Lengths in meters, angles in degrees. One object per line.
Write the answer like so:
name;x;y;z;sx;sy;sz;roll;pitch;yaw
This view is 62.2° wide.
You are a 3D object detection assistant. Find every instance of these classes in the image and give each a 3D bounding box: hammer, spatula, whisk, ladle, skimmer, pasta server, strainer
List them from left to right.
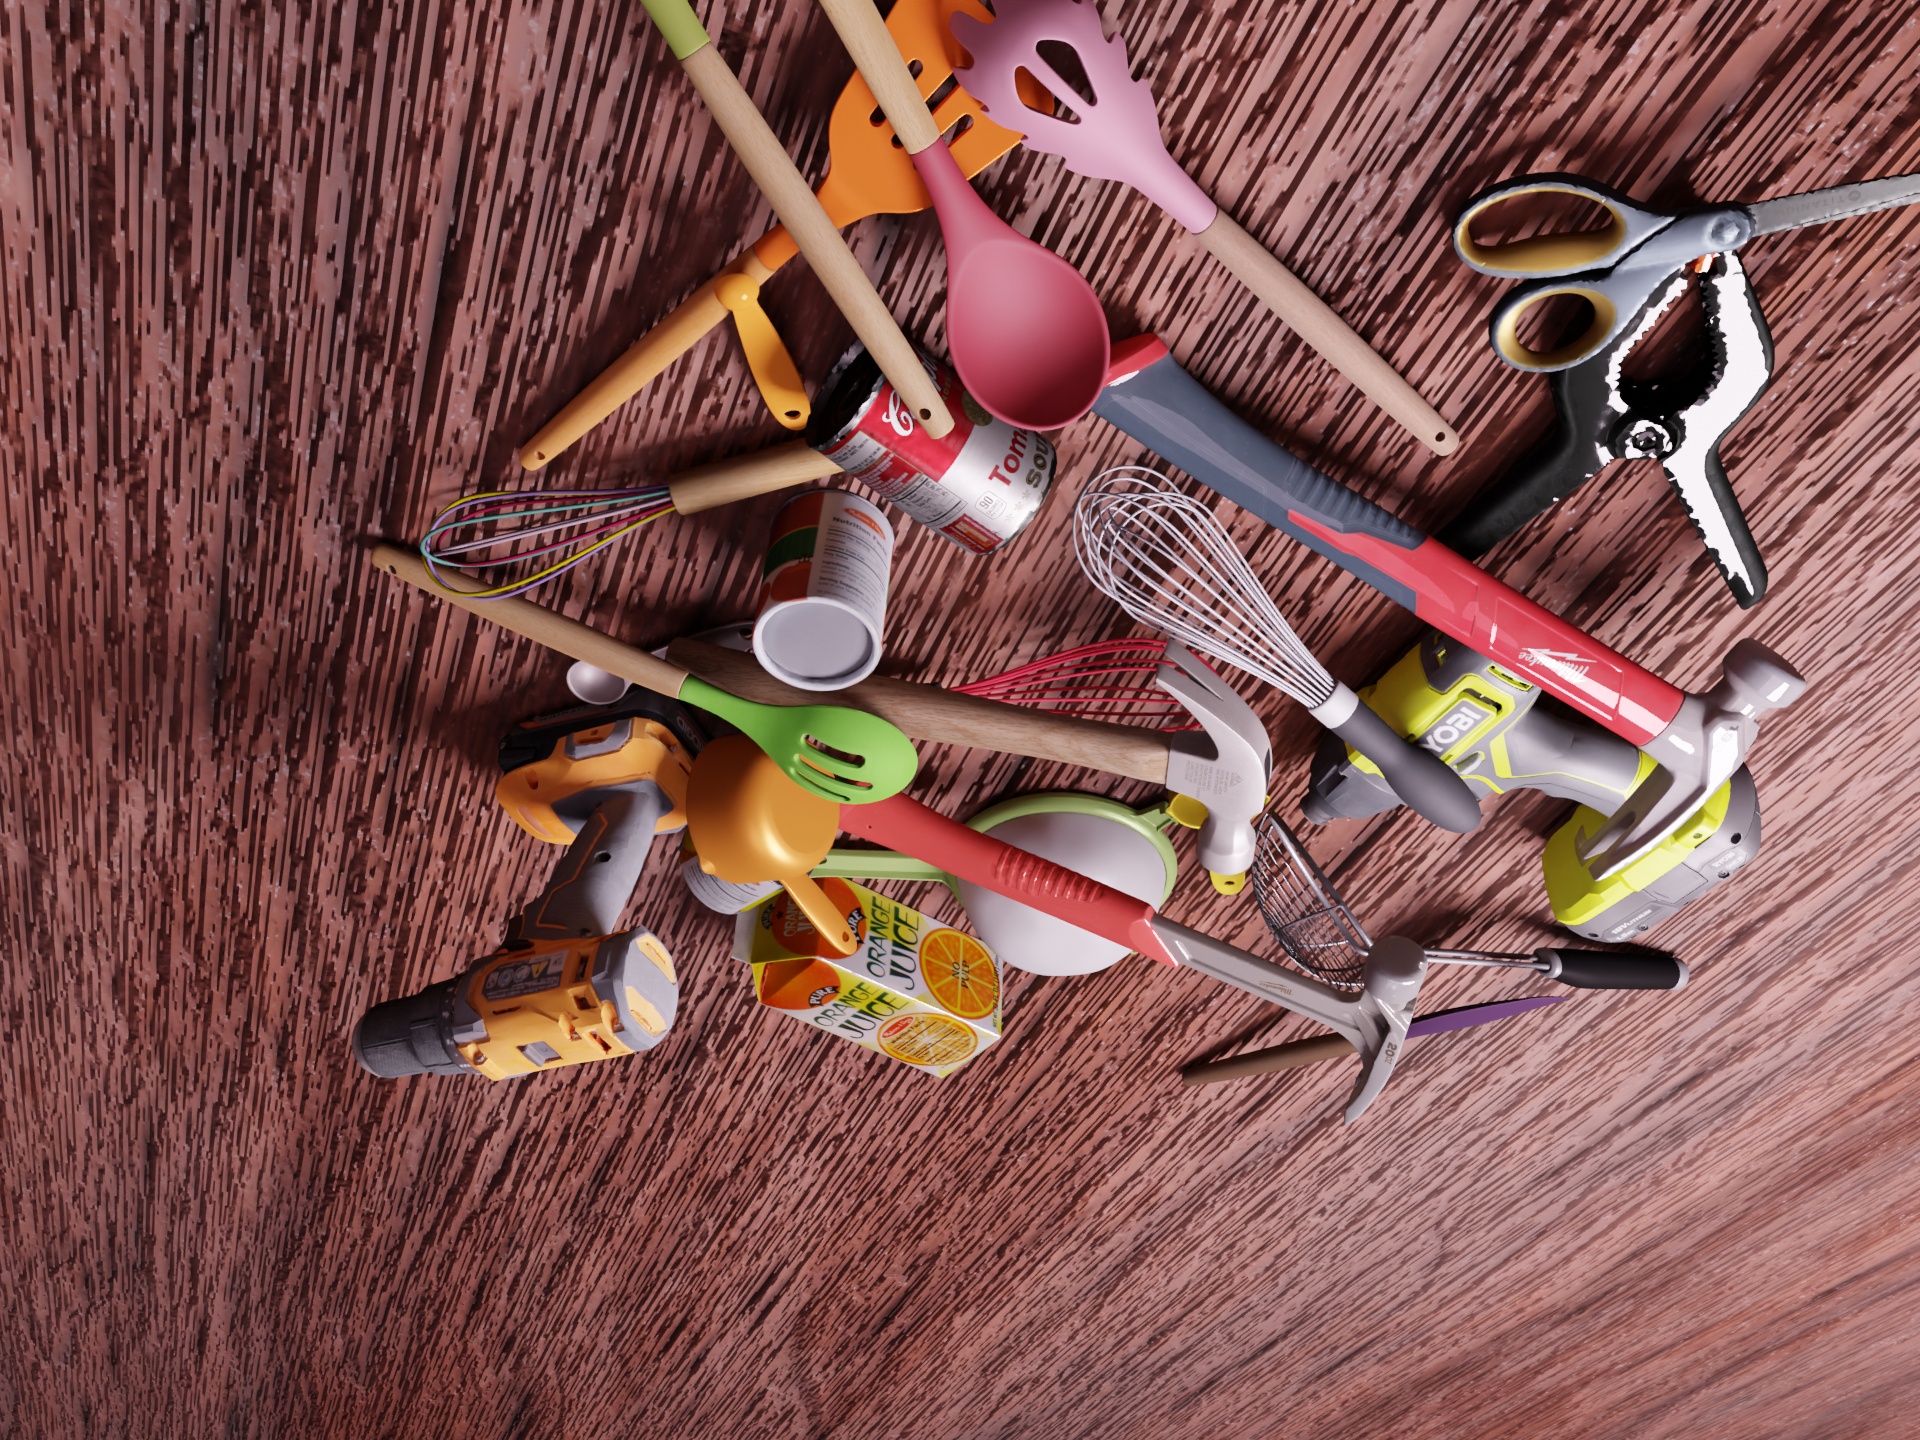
whisk;-0.165;-0.113;0.805;0.245;0.047;0.051;-13;147;11
ladle;-0.092;-0.234;0.622;0.078;0.062;0.319;-18;124;29
spatula;-0.101;-0.201;0.719;0.322;0.041;0.081;-28;128;35
ladle;-0.028;-0.250;0.629;0.069;0.031;0.315;-34;121;0
hammer;-0.001;-0.003;0.844;0.331;0.031;0.130;11;133;12
whisk;0.007;-0.011;0.892;0.296;0.073;0.073;1;137;13
strainer;0.011;0.115;1.011;0.256;0.069;0.151;3;137;-2
hammer;0.083;0.117;0.928;0.359;0.037;0.149;21;140;17
pasta server;0.121;-0.206;0.693;0.316;0.040;0.060;30;117;-33
whisk;0.169;-0.030;0.819;0.284;0.070;0.070;38;128;-15
spatula;0.269;0.221;1.098;0.059;0.018;0.316;7;157;-38
hammer;0.215;-0.060;0.779;0.386;0.038;0.143;29;116;-11
skimmer;0.333;0.125;0.987;0.363;0.127;0.090;8;119;-25

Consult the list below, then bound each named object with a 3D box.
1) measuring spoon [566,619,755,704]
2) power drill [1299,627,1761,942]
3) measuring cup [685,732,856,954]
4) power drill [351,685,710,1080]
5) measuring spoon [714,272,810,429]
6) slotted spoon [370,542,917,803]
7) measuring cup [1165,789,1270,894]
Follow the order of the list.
measuring spoon;-0.165;-0.039;0.903;0.124;0.018;0.034;-16;130;10
power drill;0.321;0.037;0.909;0.223;0.080;0.171;25;132;-16
measuring cup;-0.089;0.078;0.930;0.052;0.095;0.173;-10;128;34
power drill;-0.236;0.098;0.894;0.185;0.226;0.084;-15;134;18
measuring spoon;-0.089;-0.165;0.735;0.021;0.011;0.116;-11;155;5
slotted spoon;-0.172;-0.027;0.850;0.314;0.031;0.070;24;134;2
measuring cup;0.162;0.065;0.989;0.062;0.029;0.156;-8;148;9
